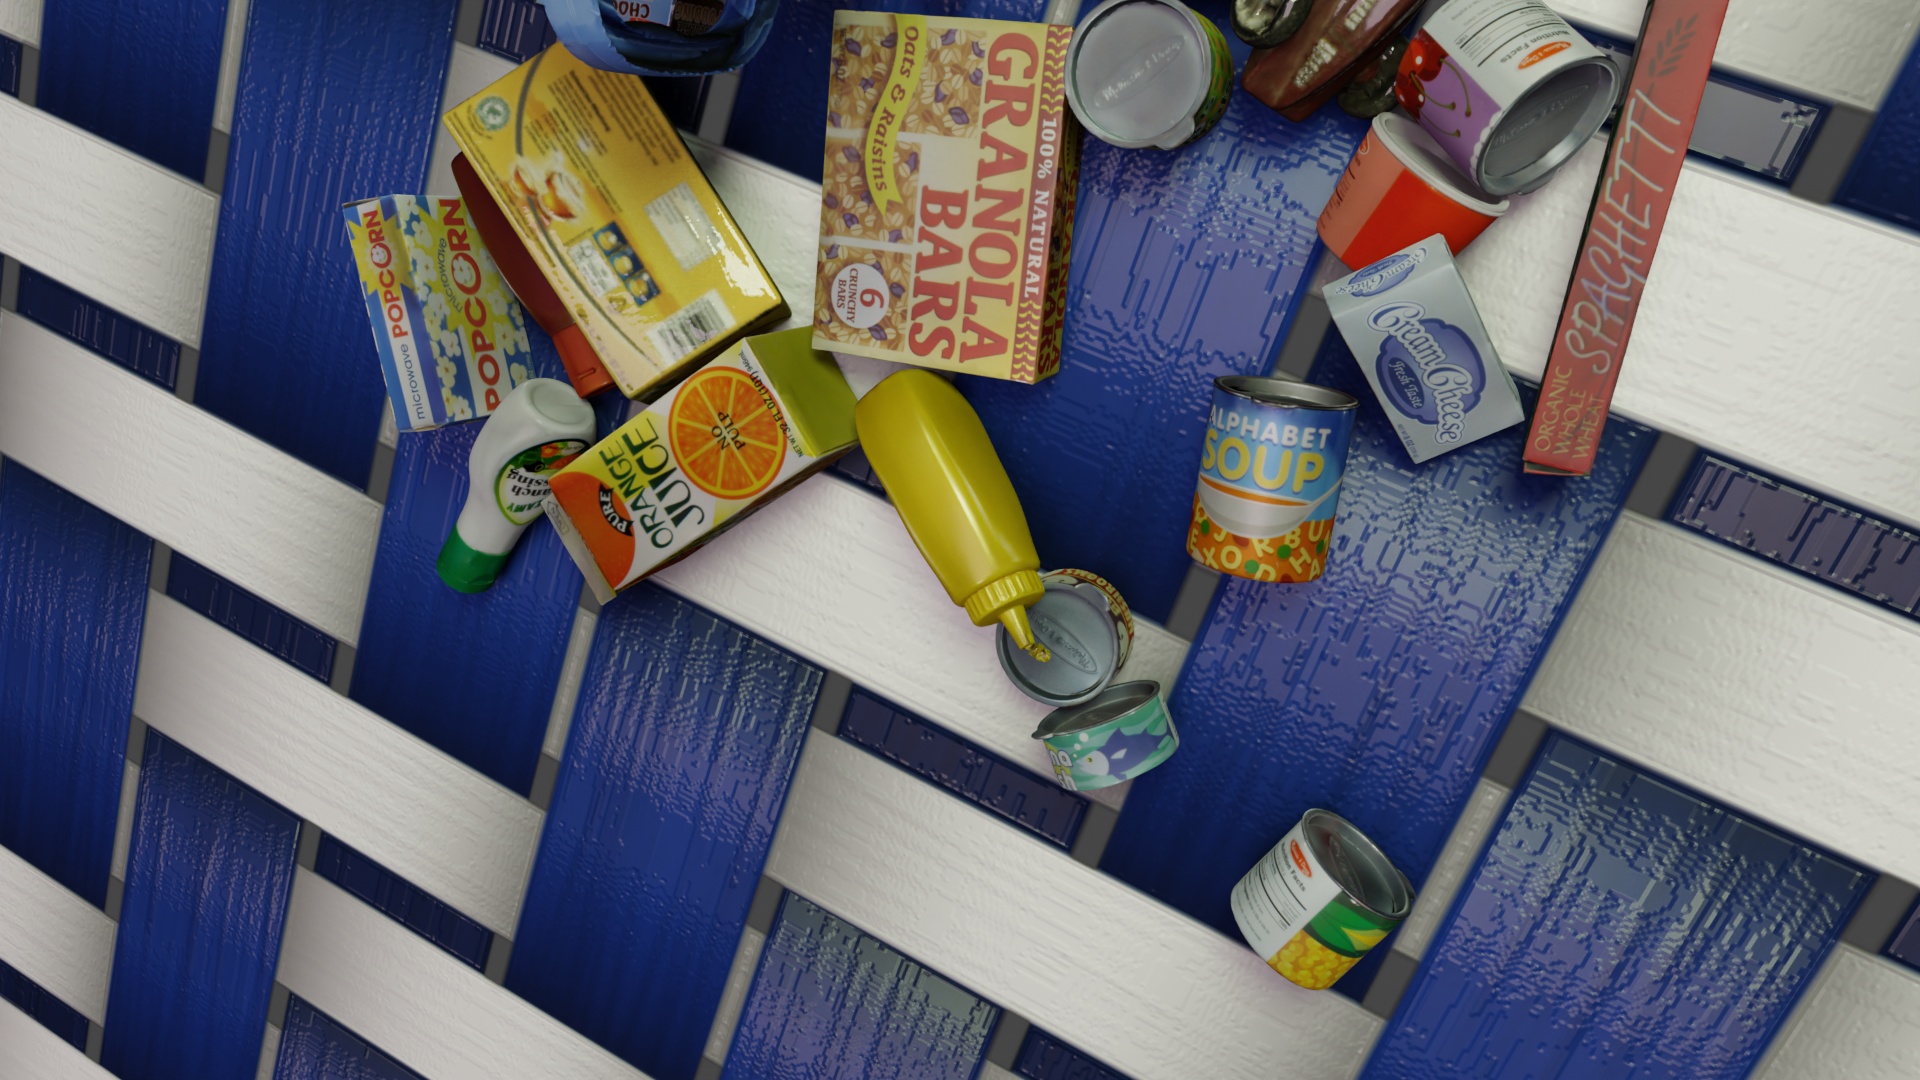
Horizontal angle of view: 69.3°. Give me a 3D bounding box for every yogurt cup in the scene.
[{"bbox_3d":[0.192,-0.143,0.600,0.072,0.073,0.053,40,126,8],"label":"yogurt cup"}]

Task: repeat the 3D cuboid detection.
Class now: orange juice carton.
[{"bbox_3d":[-0.149,-0.036,0.755,0.192,0.073,0.072,-30,91,25],"label":"orange juice carton"}]

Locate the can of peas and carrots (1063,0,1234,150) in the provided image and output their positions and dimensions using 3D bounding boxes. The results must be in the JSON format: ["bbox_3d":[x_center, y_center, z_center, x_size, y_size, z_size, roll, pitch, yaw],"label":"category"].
[{"bbox_3d":[0.088,-0.209,0.629,0.071,0.059,0.070,5,105,20],"label":"can of peas and carrots"}]

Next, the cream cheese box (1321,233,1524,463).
[{"bbox_3d":[0.202,-0.081,0.602,0.053,0.024,0.103,-24,132,23],"label":"cream cheese box"}]

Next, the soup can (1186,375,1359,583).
[{"bbox_3d":[0.142,-0.029,0.642,0.071,0.071,0.083,13,107,18],"label":"soup can"}]

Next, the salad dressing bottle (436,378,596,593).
[{"bbox_3d":[-0.263,-0.028,0.811,0.147,0.064,0.044,-50,63,32],"label":"salad dressing bottle"}]

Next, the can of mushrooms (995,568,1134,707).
[{"bbox_3d":[0.056,0.048,0.715,0.071,0.033,0.071,5,104,21],"label":"can of mushrooms"}]

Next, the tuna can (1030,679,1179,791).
[{"bbox_3d":[0.073,0.099,0.701,0.071,0.071,0.033,-19,96,24],"label":"tuna can"}]

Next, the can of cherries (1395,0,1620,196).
[{"bbox_3d":[0.222,-0.184,0.570,0.071,0.071,0.058,-46,57,24],"label":"can of cherries"}]

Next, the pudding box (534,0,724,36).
[{"bbox_3d":[-0.171,-0.279,0.719,0.084,0.050,0.030,21,106,16],"label":"pudding box"}]

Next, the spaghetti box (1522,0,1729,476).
[{"bbox_3d":[0.278,-0.148,0.573,0.029,0.050,0.249,15,108,19],"label":"spaghetti box"}]

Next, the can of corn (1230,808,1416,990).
[{"bbox_3d":[0.178,0.177,0.681,0.071,0.071,0.058,41,114,8],"label":"can of corn"}]

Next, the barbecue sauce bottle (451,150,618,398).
[{"bbox_3d":[-0.225,-0.154,0.774,0.065,0.044,0.148,-21,95,17],"label":"barbecue sauce bottle"}]

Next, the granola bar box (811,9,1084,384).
[{"bbox_3d":[-0.006,-0.169,0.686,0.124,0.039,0.165,11,106,20],"label":"granola bar box"}]

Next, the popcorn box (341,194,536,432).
[{"bbox_3d":[-0.289,-0.129,0.781,0.038,0.085,0.126,-7,99,22],"label":"popcorn box"}]

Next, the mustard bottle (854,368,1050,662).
[{"bbox_3d":[0.002,-0.009,0.690,0.048,0.065,0.160,-35,72,27],"label":"mustard bottle"}]
